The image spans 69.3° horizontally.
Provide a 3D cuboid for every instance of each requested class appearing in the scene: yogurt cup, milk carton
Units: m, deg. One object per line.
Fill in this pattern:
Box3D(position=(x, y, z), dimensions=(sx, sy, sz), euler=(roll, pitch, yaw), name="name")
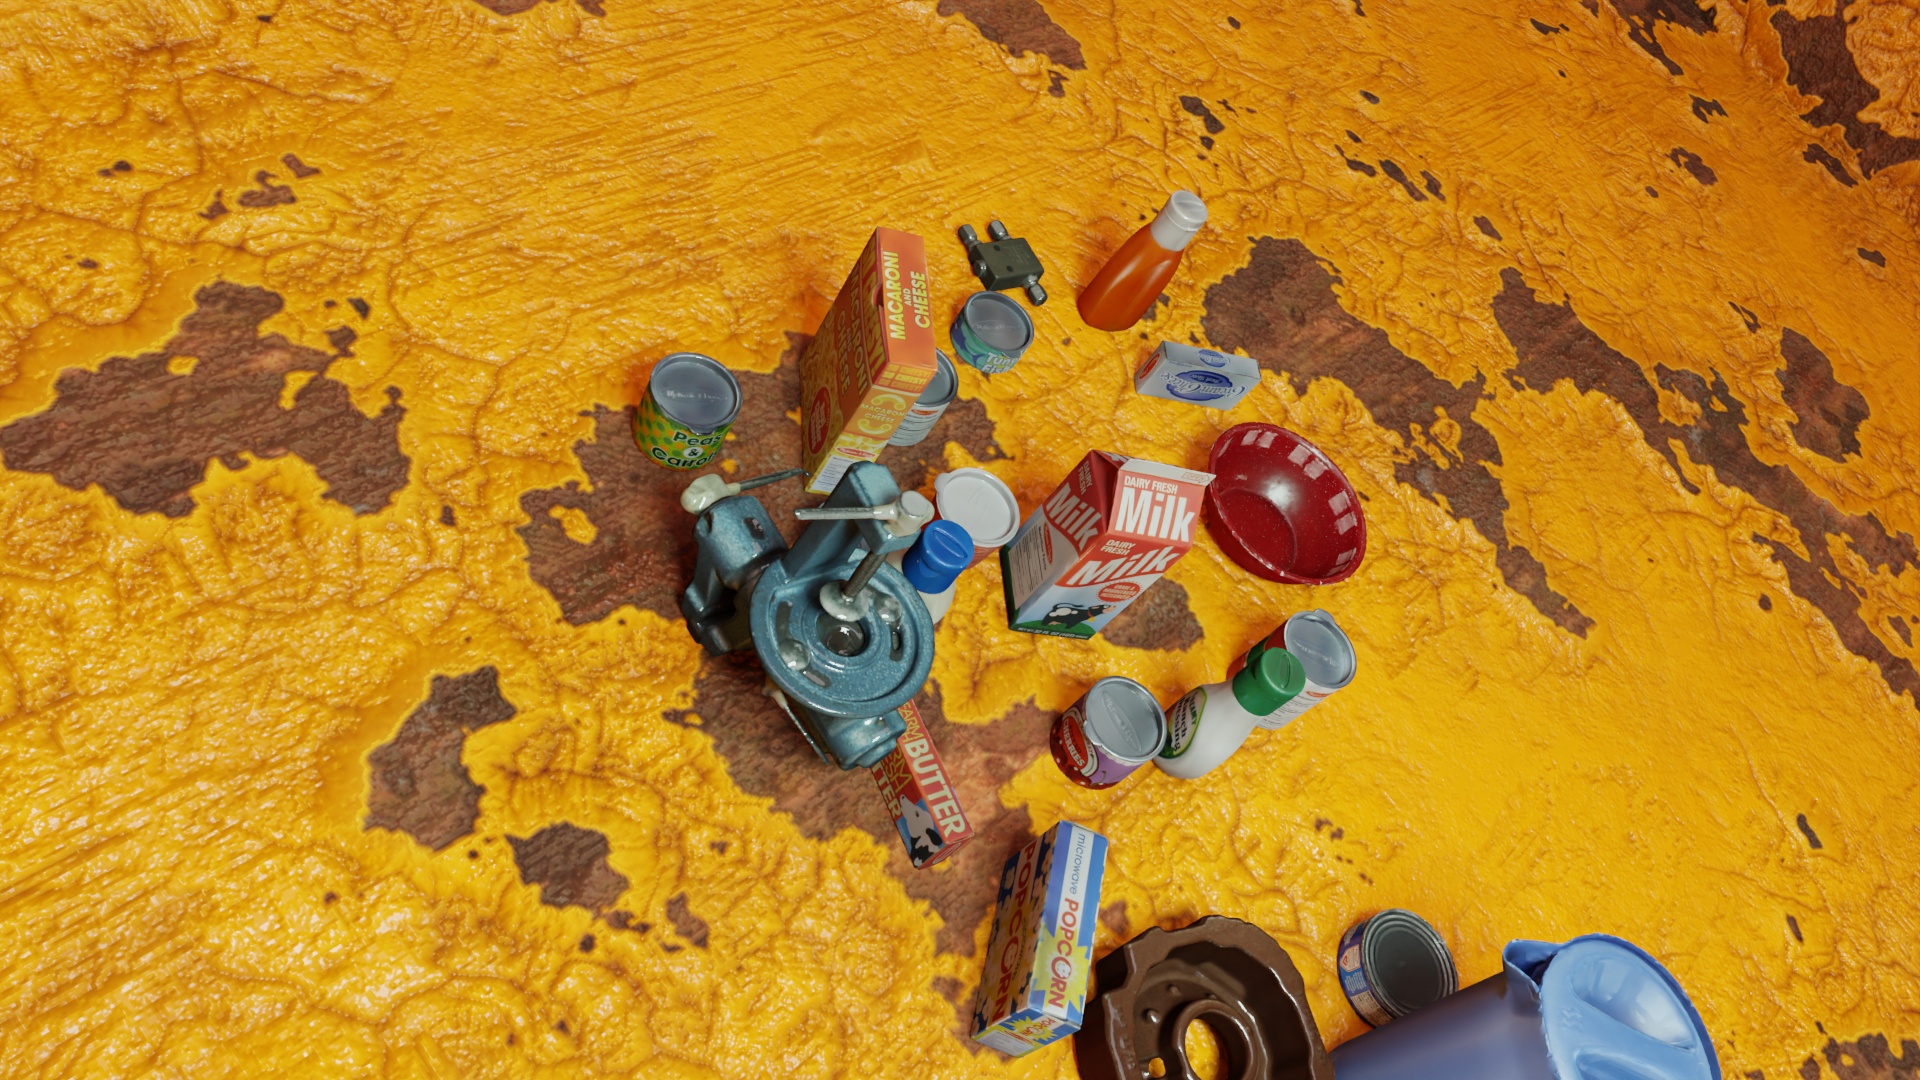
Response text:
Box3D(position=(0.004, -0.013, 1.049), dimensions=(0.072, 0.053, 0.073), euler=(14, 54, -20), name="yogurt cup")
Box3D(position=(0.104, -0.003, 1.008), dimensions=(0.072, 0.189, 0.074), euler=(9, 57, -24), name="milk carton")

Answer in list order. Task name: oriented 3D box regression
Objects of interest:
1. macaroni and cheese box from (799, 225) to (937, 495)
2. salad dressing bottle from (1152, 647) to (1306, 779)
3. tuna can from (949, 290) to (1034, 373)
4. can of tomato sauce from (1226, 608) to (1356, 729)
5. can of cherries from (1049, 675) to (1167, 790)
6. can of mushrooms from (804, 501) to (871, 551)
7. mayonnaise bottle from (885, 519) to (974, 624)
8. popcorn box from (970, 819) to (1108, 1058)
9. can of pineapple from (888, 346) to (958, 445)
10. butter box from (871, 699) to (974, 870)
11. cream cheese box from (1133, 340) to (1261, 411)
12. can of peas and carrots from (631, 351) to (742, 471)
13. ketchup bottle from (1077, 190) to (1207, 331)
Box3D(position=(-0.072, -0.126, 1.009), dimensions=(0.040, 0.165, 0.124), euler=(9, 56, -24), name="macaroni and cheese box")
Box3D(position=(0.190, 0.124, 0.999), dimensions=(0.044, 0.147, 0.064), euler=(24, 52, -13), name="salad dressing bottle")
Box3D(position=(0.027, -0.175, 1.182), dimensions=(0.071, 0.032, 0.071), euler=(14, 54, -20), name="tuna can")
Box3D(position=(0.258, 0.101, 1.092), dimensions=(0.071, 0.082, 0.071), euler=(14, 54, -20), name="can of tomato sauce")
Box3D(position=(0.104, 0.140, 1.000), dimensions=(0.071, 0.058, 0.072), euler=(14, 54, -20), name="can of cherries")
Box3D(position=(-0.080, 0.004, 1.006), dimensions=(0.071, 0.033, 0.071), euler=(14, 54, -20), name="can of mushrooms")
Box3D(position=(-0.038, 0.038, 0.932), dimensions=(0.065, 0.147, 0.041), euler=(39, 50, 0), name="mayonnaise bottle")
Box3D(position=(0.051, 0.252, 0.881), dimensions=(0.038, 0.084, 0.127), euler=(24, 51, -13), name="popcorn box")
Box3D(position=(-0.043, -0.118, 1.090), dimensions=(0.071, 0.057, 0.071), euler=(14, 54, -20), name="can of pineapple")
Box3D(position=(-0.031, 0.160, 0.918), dimensions=(0.024, 0.053, 0.104), euler=(-12, 66, -34), name="butter box")
Box3D(position=(0.213, -0.148, 1.250), dimensions=(0.104, 0.053, 0.024), euler=(7, 57, -24), name="cream cheese box")
Box3D(position=(-0.195, -0.089, 0.989), dimensions=(0.071, 0.058, 0.071), euler=(14, 54, -20), name="can of peas and carrots")
Box3D(position=(0.164, -0.245, 1.225), dimensions=(0.065, 0.148, 0.043), euler=(-5, 63, -31), name="ketchup bottle")
